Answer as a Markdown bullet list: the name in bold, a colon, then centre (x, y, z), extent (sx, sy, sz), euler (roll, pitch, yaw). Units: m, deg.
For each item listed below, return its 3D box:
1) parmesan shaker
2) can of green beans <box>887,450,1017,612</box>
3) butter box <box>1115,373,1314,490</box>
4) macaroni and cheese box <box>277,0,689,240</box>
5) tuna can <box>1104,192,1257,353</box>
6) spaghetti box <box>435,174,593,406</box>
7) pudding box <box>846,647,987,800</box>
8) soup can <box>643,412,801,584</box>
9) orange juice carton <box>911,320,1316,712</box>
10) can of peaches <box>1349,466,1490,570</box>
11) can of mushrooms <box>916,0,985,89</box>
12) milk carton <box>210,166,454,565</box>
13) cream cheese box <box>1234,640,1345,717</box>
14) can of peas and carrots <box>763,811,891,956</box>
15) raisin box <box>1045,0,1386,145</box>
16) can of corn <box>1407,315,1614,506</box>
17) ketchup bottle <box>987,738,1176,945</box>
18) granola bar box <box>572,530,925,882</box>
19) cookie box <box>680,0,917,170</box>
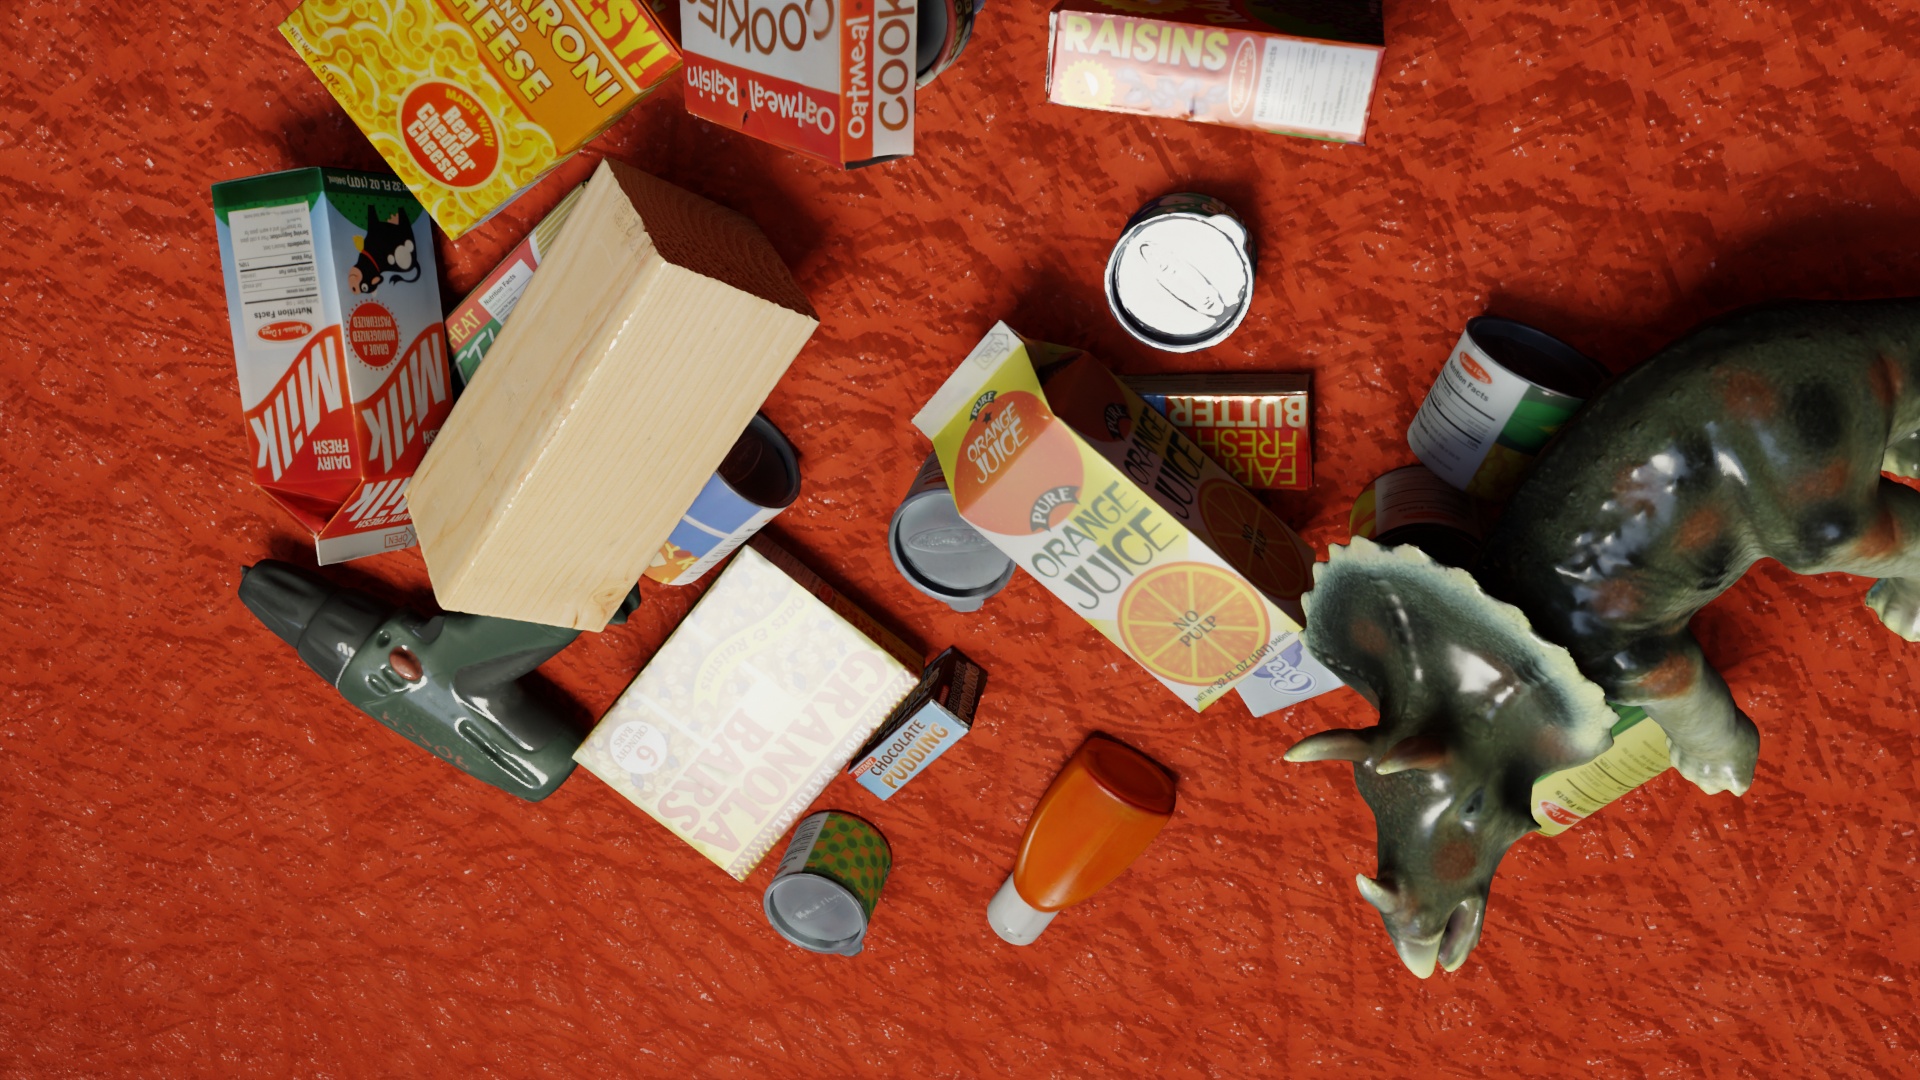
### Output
- **parmesan shaker**: centre (0.312, 0.090, 0.675), extent (0.071, 0.072, 0.102), euler (40, 122, -9)
- **can of green beans**: centre (0.003, -0.011, 0.706), extent (0.071, 0.058, 0.071), euler (7, 122, 12)
- **butter box**: centre (0.117, -0.052, 0.668), extent (0.103, 0.024, 0.053), euler (1, 122, 15)
- **macaroni and cheese box**: centre (-0.216, -0.235, 0.645), extent (0.166, 0.040, 0.123), euler (-27, 111, 28)
- **tuna can**: centre (0.102, -0.123, 0.625), extent (0.071, 0.033, 0.070), euler (7, 122, 12)
- **spaghetti box**: centre (-0.252, -0.104, 0.741), extent (0.249, 0.029, 0.050), euler (-32, 107, 29)
- **pudding box**: centre (-0.024, 0.104, 0.788), extent (0.030, 0.050, 0.083), euler (40, 123, -12)
- **soup can**: centre (-0.137, -0.026, 0.733), extent (0.083, 0.072, 0.071), euler (-36, 106, 31)
- **orange juice carton**: centre (0.070, -0.016, 0.644), extent (0.192, 0.073, 0.071), euler (40, 124, -9)
- **can of peaches**: centre (0.217, 0.008, 0.656), extent (0.071, 0.058, 0.071), euler (7, 122, 11)
- **can of mushrooms**: centre (-0.027, -0.229, 0.598), extent (0.071, 0.034, 0.070), euler (7, 121, 12)
- **milk carton**: centre (-0.311, -0.086, 0.704), extent (0.073, 0.072, 0.190), euler (-2, 97, 21)
- **cream cheese box**: centre (0.151, 0.040, 0.714), extent (0.053, 0.024, 0.103), euler (-26, 110, 28)
- **can of peas and carrots**: centre (-0.080, 0.213, 0.864), extent (0.071, 0.059, 0.070), euler (7, 122, 12)
- **raisin box**: centre (0.102, -0.195, 0.550), extent (0.123, 0.086, 0.039), euler (11, 124, 10)
- **can of corn**: centre (0.240, -0.056, 0.607), extent (0.071, 0.071, 0.058), euler (22, 124, 2)
- **ketchup bottle**: centre (0.063, 0.182, 0.813), extent (0.065, 0.044, 0.148), euler (30, 124, -2)
- **granola bar box**: centre (-0.119, 0.094, 0.787), extent (0.124, 0.039, 0.165), euler (39, 104, -8)
- **cookie box**: centre (-0.068, -0.245, 0.552), extent (0.123, 0.040, 0.166), euler (31, 129, 42)
